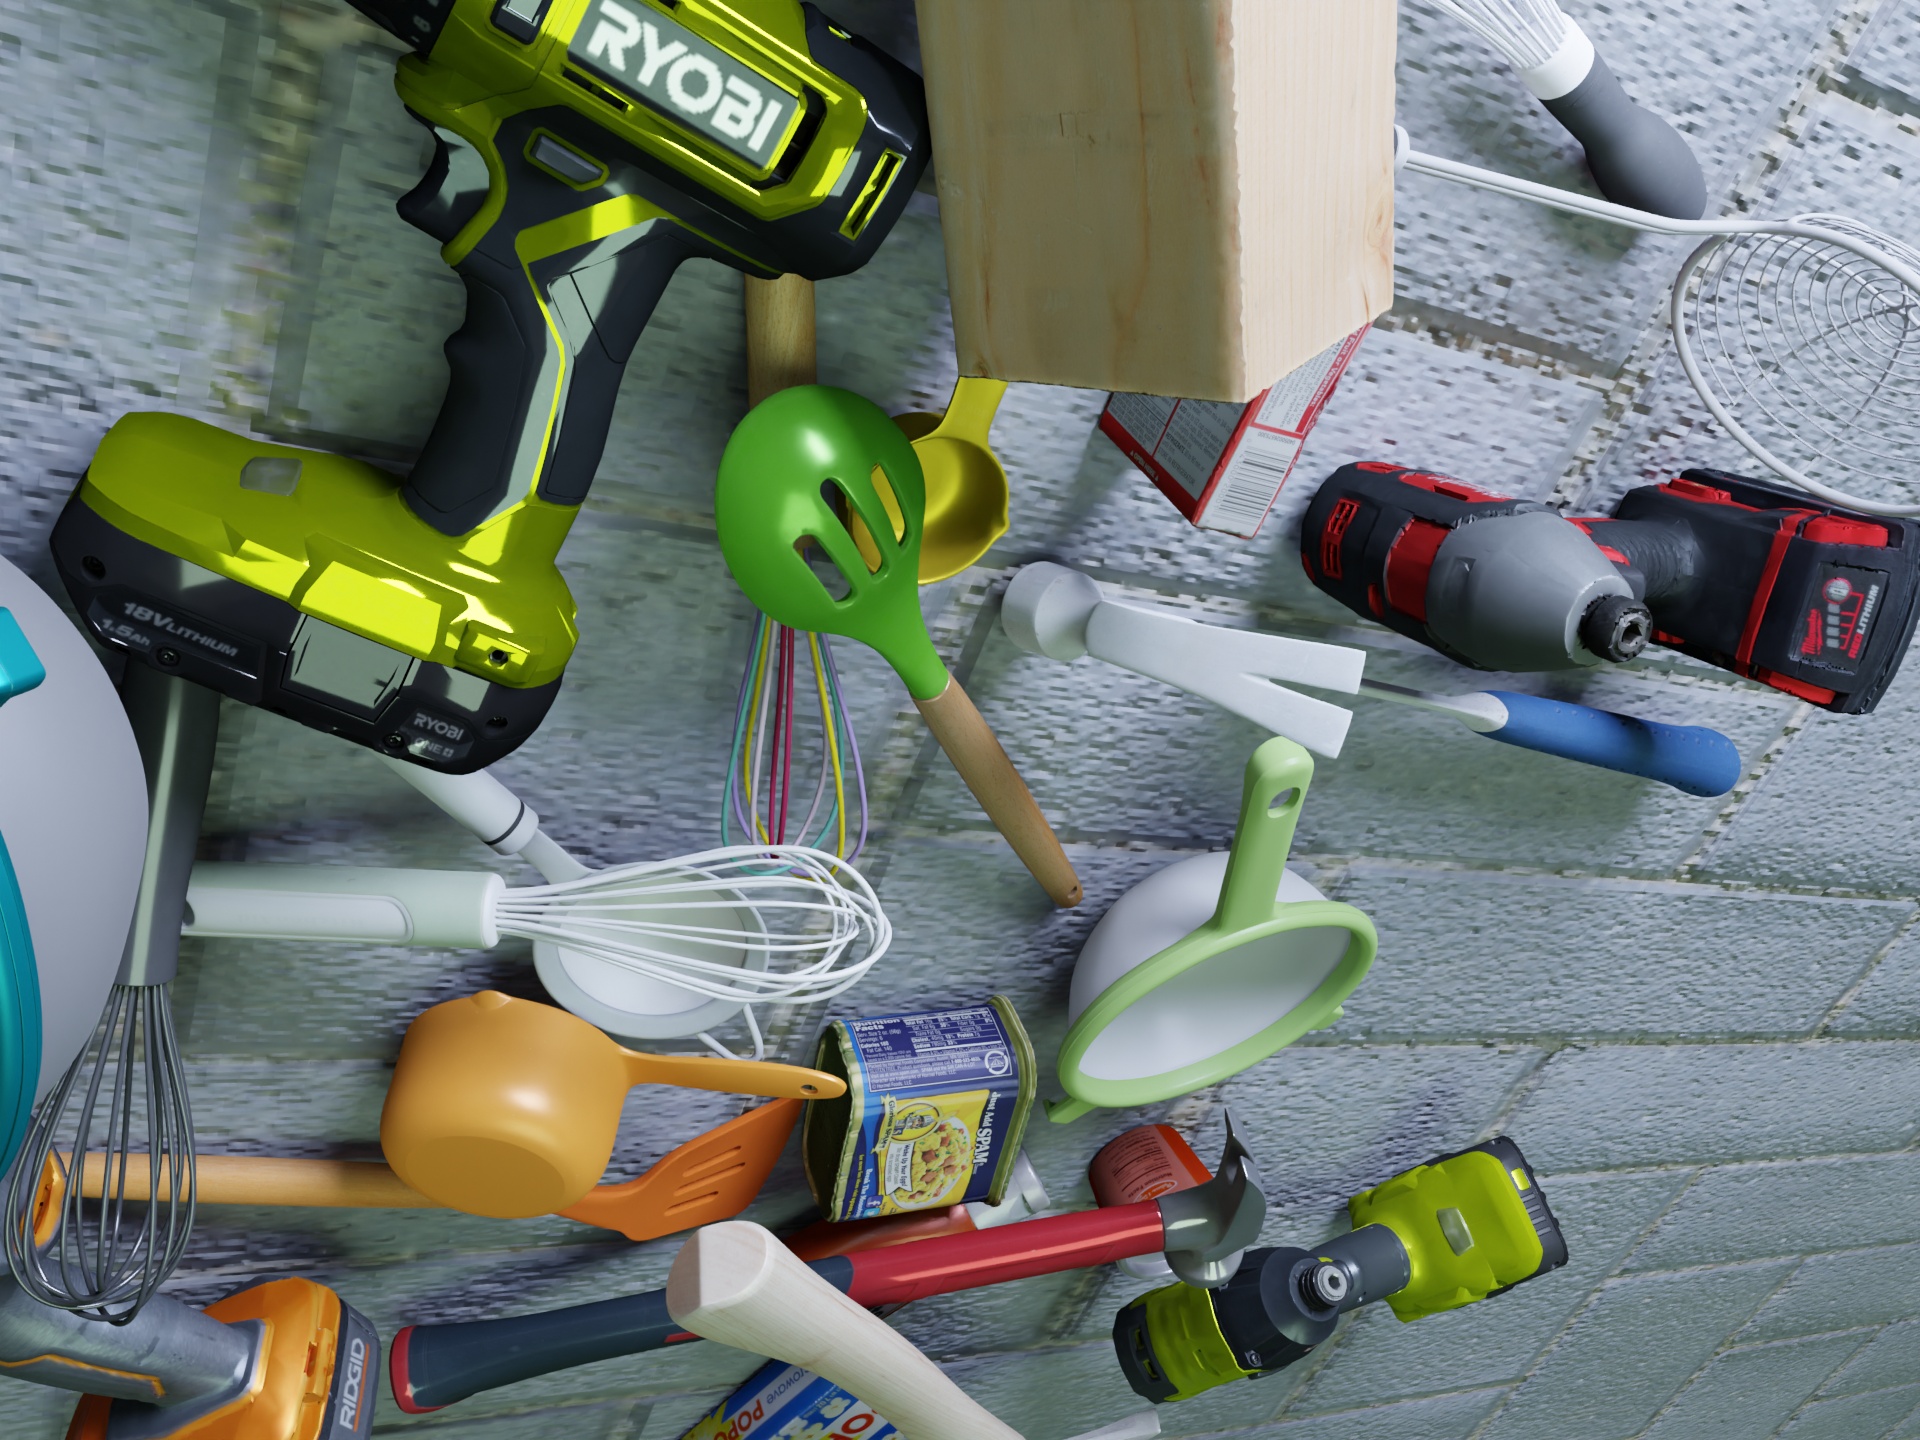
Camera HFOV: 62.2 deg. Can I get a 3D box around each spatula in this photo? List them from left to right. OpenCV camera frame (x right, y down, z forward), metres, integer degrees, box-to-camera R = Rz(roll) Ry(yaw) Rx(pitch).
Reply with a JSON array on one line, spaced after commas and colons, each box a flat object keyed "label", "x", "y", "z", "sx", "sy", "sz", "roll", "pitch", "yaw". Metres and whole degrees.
[{"label": "spatula", "x": -0.217, "y": 0.184, "z": 0.651, "sx": 0.322, "sy": 0.041, "sz": 0.081, "roll": 11, "pitch": 121, "yaw": -27}]

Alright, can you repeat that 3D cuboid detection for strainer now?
[{"label": "strainer", "x": -0.297, "y": 0.074, "z": 0.435, "sx": 0.095, "sy": 0.211, "sz": 0.340, "roll": -43, "pitch": 151, "yaw": -60}, {"label": "strainer", "x": -0.151, "y": 0.040, "z": 0.555, "sx": 0.087, "sy": 0.050, "sz": 0.258, "roll": -31, "pitch": 128, "yaw": 13}, {"label": "strainer", "x": 0.102, "y": 0.072, "z": 0.660, "sx": 0.151, "sy": 0.069, "sz": 0.256, "roll": -17, "pitch": 144, "yaw": -13}]

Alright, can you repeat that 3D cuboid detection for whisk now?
[{"label": "whisk", "x": -0.253, "y": 0.075, "z": 0.489, "sx": 0.055, "sy": 0.055, "sz": 0.239, "roll": 7, "pitch": 99, "yaw": -30}, {"label": "whisk", "x": -0.146, "y": 0.064, "z": 0.522, "sx": 0.246, "sy": 0.059, "sz": 0.057, "roll": 3, "pitch": 116, "yaw": -2}, {"label": "whisk", "x": -0.061, "y": -0.043, "z": 0.534, "sx": 0.051, "sy": 0.047, "sz": 0.244, "roll": -9, "pitch": 125, "yaw": -17}, {"label": "whisk", "x": 0.167, "y": -0.222, "z": 0.491, "sx": 0.284, "sy": 0.070, "sz": 0.070, "roll": 22, "pitch": 114, "yaw": -41}]

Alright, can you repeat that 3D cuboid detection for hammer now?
[{"label": "hammer", "x": -0.058, "y": 0.244, "z": 0.699, "sx": 0.386, "sy": 0.038, "sz": 0.143, "roll": -9, "pitch": 144, "yaw": -4}, {"label": "hammer", "x": -0.014, "y": 0.304, "z": 0.725, "sx": 0.146, "sy": 0.038, "sz": 0.410, "roll": -17, "pitch": 142, "yaw": 8}, {"label": "hammer", "x": 0.212, "y": -0.002, "z": 0.652, "sx": 0.405, "sy": 0.144, "sz": 0.035, "roll": 9, "pitch": 100, "yaw": -38}]

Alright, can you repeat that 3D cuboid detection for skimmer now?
[{"label": "skimmer", "x": 0.185, "y": -0.142, "z": 0.520, "sx": 0.363, "sy": 0.127, "sz": 0.090, "roll": 8, "pitch": 96, "yaw": -18}]

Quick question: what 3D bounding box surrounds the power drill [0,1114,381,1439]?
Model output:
[{"label": "power drill", "x": -0.344, "y": 0.229, "z": 0.578, "sx": 0.164, "sy": 0.084, "sz": 0.226, "roll": -23, "pitch": 132, "yaw": 12}]

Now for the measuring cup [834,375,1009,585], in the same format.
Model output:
[{"label": "measuring cup", "x": 0.003, "y": -0.117, "z": 0.513, "sx": 0.062, "sy": 0.029, "sz": 0.156, "roll": 7, "pitch": 120, "yaw": -30}]

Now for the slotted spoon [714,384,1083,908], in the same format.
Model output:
[{"label": "slotted spoon", "x": -0.001, "y": -0.002, "z": 0.571, "sx": 0.070, "sy": 0.031, "sz": 0.313, "roll": -47, "pitch": 145, "yaw": -11}]

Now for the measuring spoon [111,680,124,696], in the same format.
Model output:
[{"label": "measuring spoon", "x": -0.274, "y": 0.033, "z": 0.508, "sx": 0.034, "sy": 0.018, "sz": 0.124, "roll": -33, "pitch": 148, "yaw": -39}]

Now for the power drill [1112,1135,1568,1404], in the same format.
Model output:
[{"label": "power drill", "x": 0.212, "y": 0.299, "z": 0.861, "sx": 0.223, "sy": 0.080, "sz": 0.171, "roll": -8, "pitch": 154, "yaw": -32}]

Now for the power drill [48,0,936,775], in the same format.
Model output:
[{"label": "power drill", "x": -0.140, "y": -0.114, "z": 0.410, "sx": 0.190, "sy": 0.080, "sz": 0.228, "roll": 24, "pitch": 111, "yaw": -26}]

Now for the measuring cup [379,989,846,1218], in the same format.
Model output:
[{"label": "measuring cup", "x": -0.132, "y": 0.152, "z": 0.599, "sx": 0.173, "sy": 0.052, "sz": 0.095, "roll": 2, "pitch": 135, "yaw": 4}]

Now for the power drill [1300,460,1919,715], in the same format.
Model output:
[{"label": "power drill", "x": 0.254, "y": -0.053, "z": 0.604, "sx": 0.219, "sy": 0.143, "sz": 0.078, "roll": 0, "pitch": 110, "yaw": -28}]
